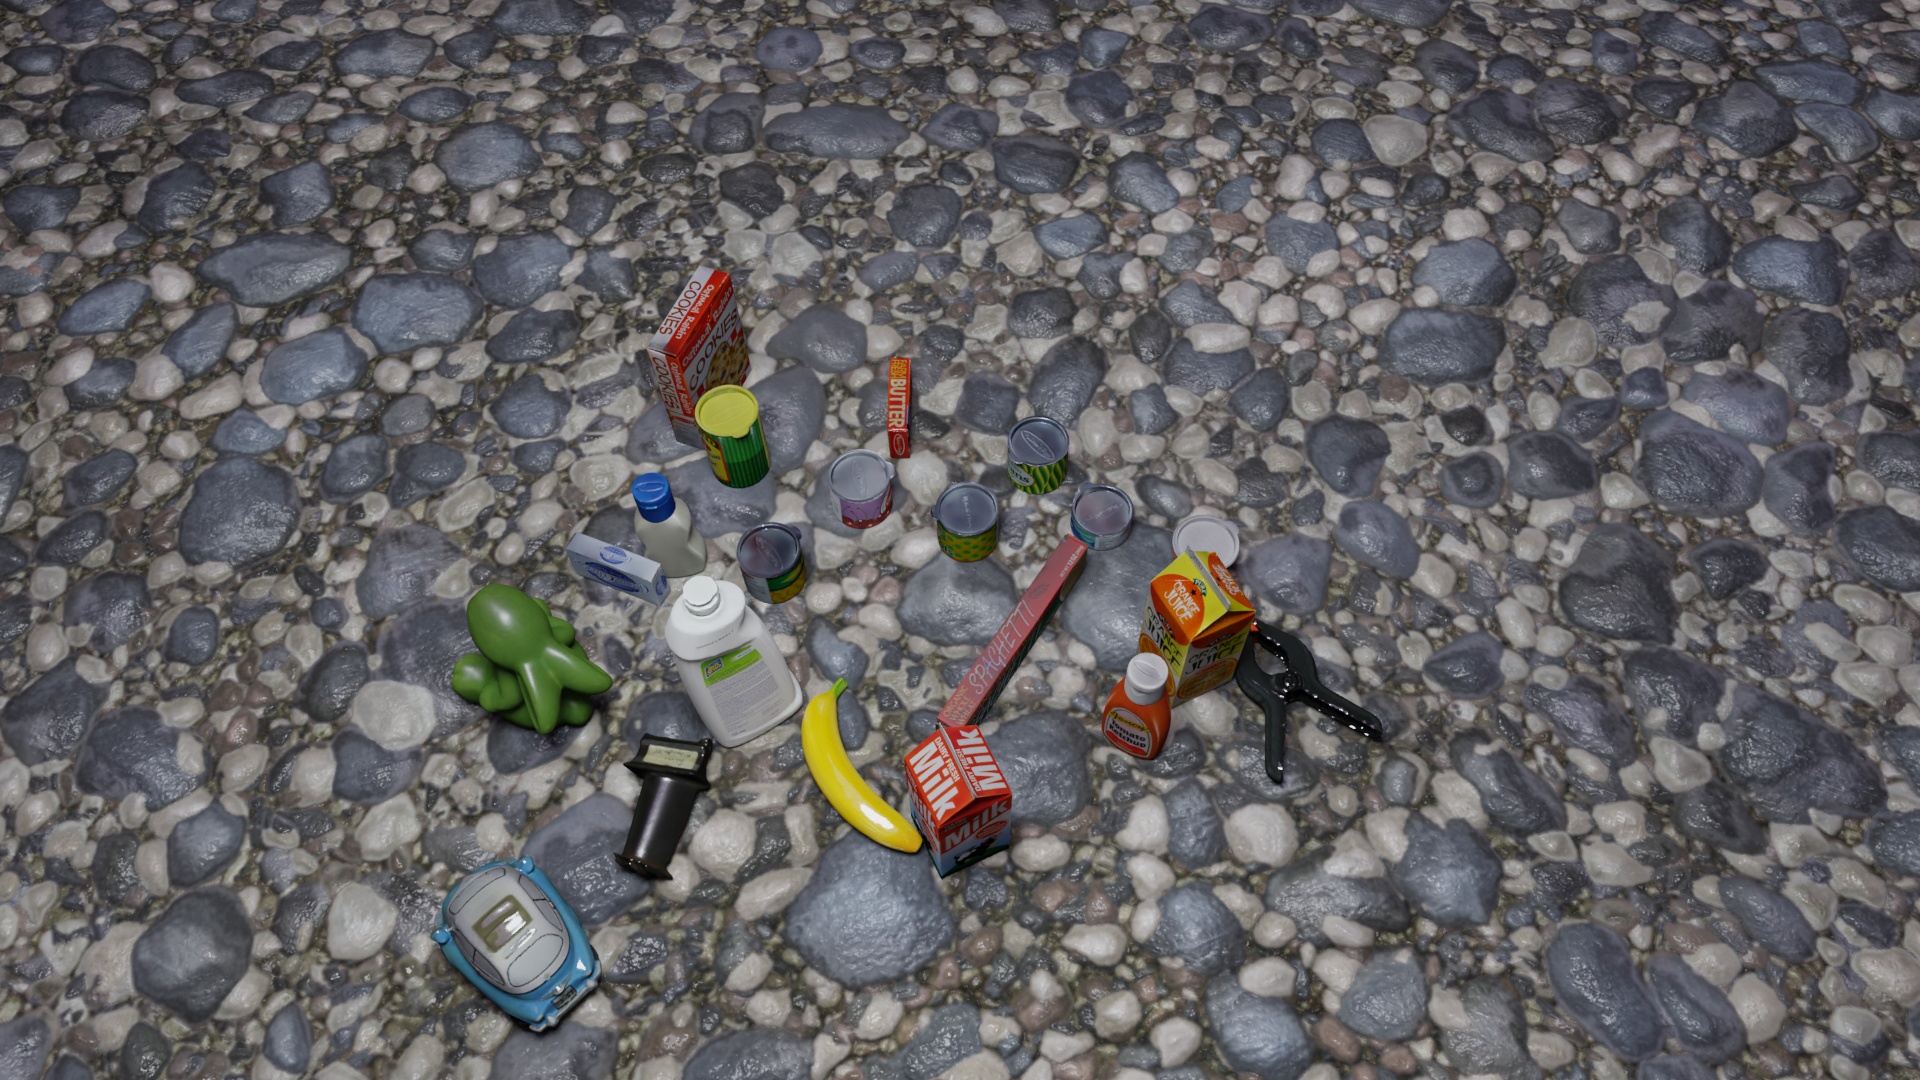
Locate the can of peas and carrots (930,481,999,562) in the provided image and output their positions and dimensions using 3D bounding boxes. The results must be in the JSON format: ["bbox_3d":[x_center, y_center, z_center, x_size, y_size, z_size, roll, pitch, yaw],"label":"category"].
[{"bbox_3d":[0.005,-0.018,1.457,0.071,0.058,0.071,0,59,1],"label":"can of peas and carrots"}]

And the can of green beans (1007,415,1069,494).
[{"bbox_3d":[0.083,-0.092,1.502,0.071,0.057,0.071,0,59,1],"label":"can of green beans"}]

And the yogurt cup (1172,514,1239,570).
[{"bbox_3d":[0.251,0.015,1.436,0.072,0.053,0.073,0,59,1],"label":"yogurt cup"}]

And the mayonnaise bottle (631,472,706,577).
[{"bbox_3d":[-0.299,-0.014,1.406,0.065,0.147,0.041,-5,59,-2],"label":"mayonnaise bottle"}]

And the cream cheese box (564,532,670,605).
[{"bbox_3d":[-0.353,0.030,1.435,0.104,0.053,0.024,20,61,12],"label":"cream cheese box"}]

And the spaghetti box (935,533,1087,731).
[{"bbox_3d":[0.053,0.100,1.389,0.029,0.050,0.251,28,63,17],"label":"spaghetti box"}]

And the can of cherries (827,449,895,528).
[{"bbox_3d":[-0.104,-0.054,1.481,0.071,0.058,0.072,0,59,1],"label":"can of cherries"}]

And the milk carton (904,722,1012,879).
[{"bbox_3d":[-0.002,0.227,1.229,0.073,0.189,0.072,-23,61,-12],"label":"milk carton"}]

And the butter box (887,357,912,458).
[{"bbox_3d":[-0.067,-0.148,1.541,0.024,0.053,0.104,0,58,1],"label":"butter box"}]

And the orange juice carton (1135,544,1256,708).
[{"bbox_3d":[0.223,0.078,1.317,0.073,0.191,0.072,-23,61,-13],"label":"orange juice carton"}]

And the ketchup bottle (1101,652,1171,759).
[{"bbox_3d":[0.168,0.152,1.297,0.065,0.148,0.044,29,63,17],"label":"ketchup bottle"}]

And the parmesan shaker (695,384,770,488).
[{"bbox_3d":[-0.242,-0.108,1.490,0.071,0.102,0.071,0,59,1],"label":"parmesan shaker"}]

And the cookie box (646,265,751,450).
[{"bbox_3d":[-0.279,-0.196,1.507,0.040,0.166,0.123,17,60,11],"label":"cookie box"}]

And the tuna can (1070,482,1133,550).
[{"bbox_3d":[0.148,-0.026,1.475,0.071,0.032,0.071,0,58,1],"label":"tuna can"}]

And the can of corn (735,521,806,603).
[{"bbox_3d":[-0.193,0.022,1.435,0.071,0.058,0.071,0,59,1],"label":"can of corn"}]
